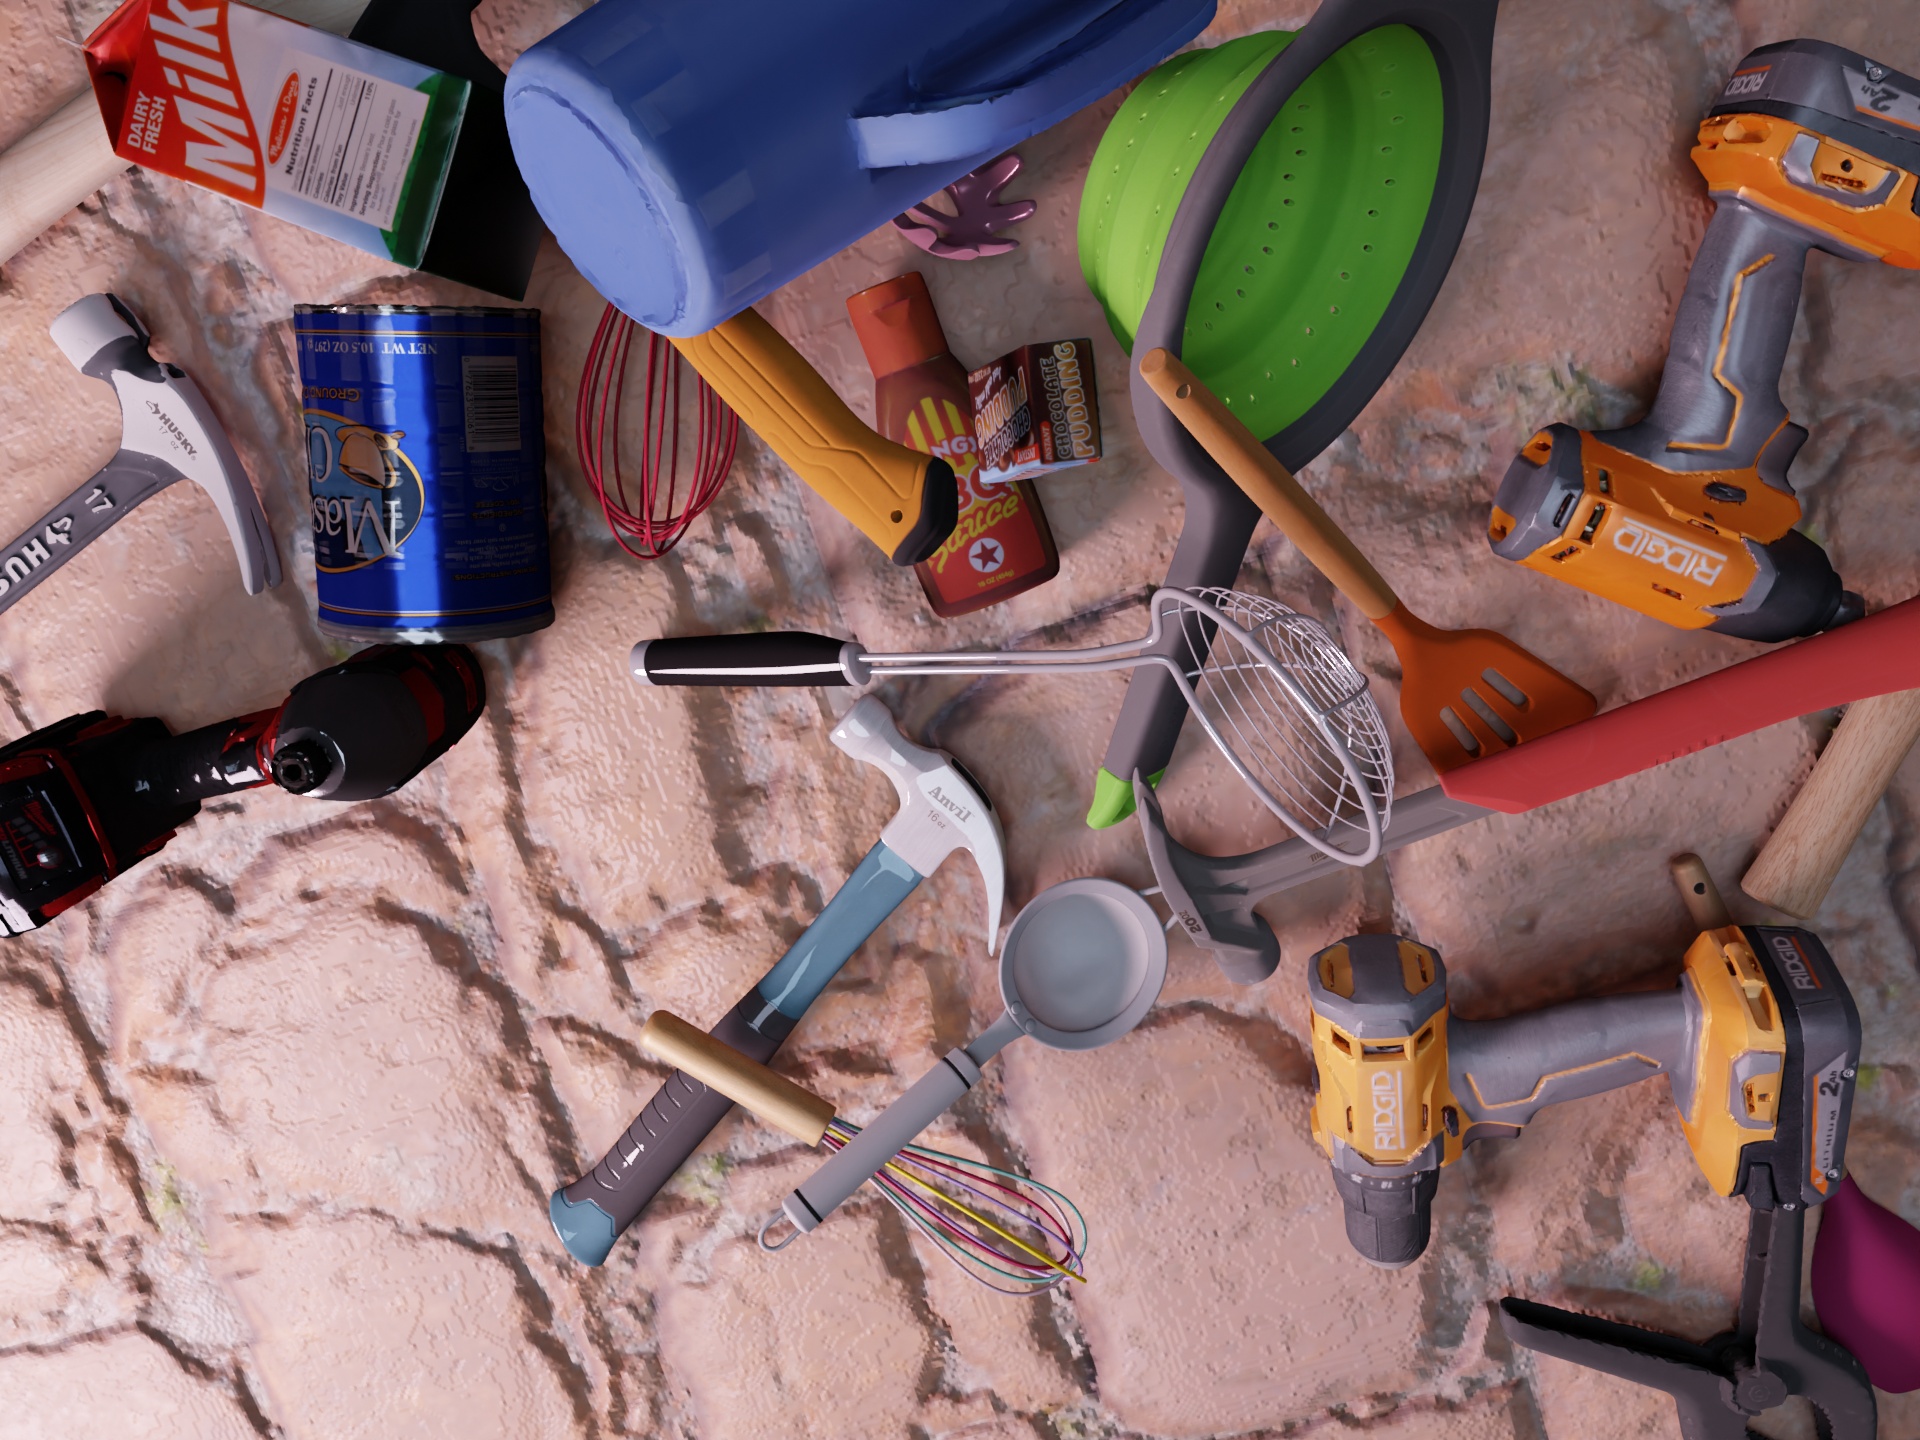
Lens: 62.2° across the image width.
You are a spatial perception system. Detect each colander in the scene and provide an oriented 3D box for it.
[{"bbox_3d":[0.095,-0.134,0.680,0.095,0.204,0.396,36,125,31],"label":"colander"}]

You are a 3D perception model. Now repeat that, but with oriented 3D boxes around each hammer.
[{"bbox_3d":[-0.424,-0.251,0.719,0.410,0.038,0.146,-29,99,10],"label":"hammer"},{"bbox_3d":[0.444,-0.060,0.706,0.130,0.031,0.331,24,104,-2],"label":"hammer"},{"bbox_3d":[-0.100,0.148,0.794,0.128,0.033,0.331,39,103,-5],"label":"hammer"},{"bbox_3d":[-0.132,-0.180,0.650,0.337,0.034,0.127,45,107,10],"label":"hammer"},{"bbox_3d":[0.258,0.014,0.689,0.359,0.037,0.148,-22,135,12],"label":"hammer"},{"bbox_3d":[-0.512,-0.027,0.780,0.409,0.036,0.149,-34,100,11],"label":"hammer"}]

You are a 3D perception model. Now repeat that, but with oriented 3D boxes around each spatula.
[{"bbox_3d":[0.169,-0.055,0.659,0.081,0.041,0.322,-45,134,12],"label":"spatula"}]

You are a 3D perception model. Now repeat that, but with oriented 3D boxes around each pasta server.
[{"bbox_3d":[-0.106,-0.288,0.648,0.316,0.040,0.060,32,69,-20],"label":"pasta server"}]

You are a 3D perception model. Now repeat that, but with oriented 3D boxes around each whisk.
[{"bbox_3d":[-0.045,0.205,0.763,0.245,0.047,0.051,30,105,2],"label":"whisk"},{"bbox_3d":[-0.127,-0.218,0.696,0.073,0.073,0.296,7,99,2],"label":"whisk"}]

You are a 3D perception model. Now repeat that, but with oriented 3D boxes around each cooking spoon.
[{"bbox_3d":[0.416,0.202,0.778,0.069,0.017,0.318,-27,101,12],"label":"cooking spoon"}]

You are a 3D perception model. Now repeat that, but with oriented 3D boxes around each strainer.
[{"bbox_3d":[0.005,0.156,0.749,0.258,0.050,0.086,-39,107,-14],"label":"strainer"}]

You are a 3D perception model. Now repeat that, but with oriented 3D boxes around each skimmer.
[{"bbox_3d":[-0.001,-0.002,0.660,0.363,0.090,0.127,1,142,28],"label":"skimmer"}]

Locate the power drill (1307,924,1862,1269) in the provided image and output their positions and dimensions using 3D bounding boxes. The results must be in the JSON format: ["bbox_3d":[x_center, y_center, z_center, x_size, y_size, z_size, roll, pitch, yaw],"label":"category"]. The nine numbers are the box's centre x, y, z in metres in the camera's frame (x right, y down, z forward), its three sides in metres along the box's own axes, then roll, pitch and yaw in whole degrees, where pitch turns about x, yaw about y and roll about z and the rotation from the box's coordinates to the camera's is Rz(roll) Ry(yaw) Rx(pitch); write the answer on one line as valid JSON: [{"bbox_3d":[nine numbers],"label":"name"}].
[{"bbox_3d":[0.279,0.182,0.741,0.226,0.084,0.185,-5,119,10],"label":"power drill"}]

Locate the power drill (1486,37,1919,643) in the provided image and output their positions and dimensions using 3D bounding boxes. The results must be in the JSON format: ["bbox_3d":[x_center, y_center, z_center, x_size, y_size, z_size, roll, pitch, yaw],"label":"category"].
[{"bbox_3d":[0.347,-0.145,0.670,0.164,0.084,0.226,22,108,-3],"label":"power drill"}]

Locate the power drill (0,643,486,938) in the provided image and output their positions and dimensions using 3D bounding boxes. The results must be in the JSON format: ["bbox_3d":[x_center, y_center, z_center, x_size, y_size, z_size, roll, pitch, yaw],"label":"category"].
[{"bbox_3d":[-0.339,0.023,0.725,0.219,0.143,0.078,-16,105,10],"label":"power drill"}]
